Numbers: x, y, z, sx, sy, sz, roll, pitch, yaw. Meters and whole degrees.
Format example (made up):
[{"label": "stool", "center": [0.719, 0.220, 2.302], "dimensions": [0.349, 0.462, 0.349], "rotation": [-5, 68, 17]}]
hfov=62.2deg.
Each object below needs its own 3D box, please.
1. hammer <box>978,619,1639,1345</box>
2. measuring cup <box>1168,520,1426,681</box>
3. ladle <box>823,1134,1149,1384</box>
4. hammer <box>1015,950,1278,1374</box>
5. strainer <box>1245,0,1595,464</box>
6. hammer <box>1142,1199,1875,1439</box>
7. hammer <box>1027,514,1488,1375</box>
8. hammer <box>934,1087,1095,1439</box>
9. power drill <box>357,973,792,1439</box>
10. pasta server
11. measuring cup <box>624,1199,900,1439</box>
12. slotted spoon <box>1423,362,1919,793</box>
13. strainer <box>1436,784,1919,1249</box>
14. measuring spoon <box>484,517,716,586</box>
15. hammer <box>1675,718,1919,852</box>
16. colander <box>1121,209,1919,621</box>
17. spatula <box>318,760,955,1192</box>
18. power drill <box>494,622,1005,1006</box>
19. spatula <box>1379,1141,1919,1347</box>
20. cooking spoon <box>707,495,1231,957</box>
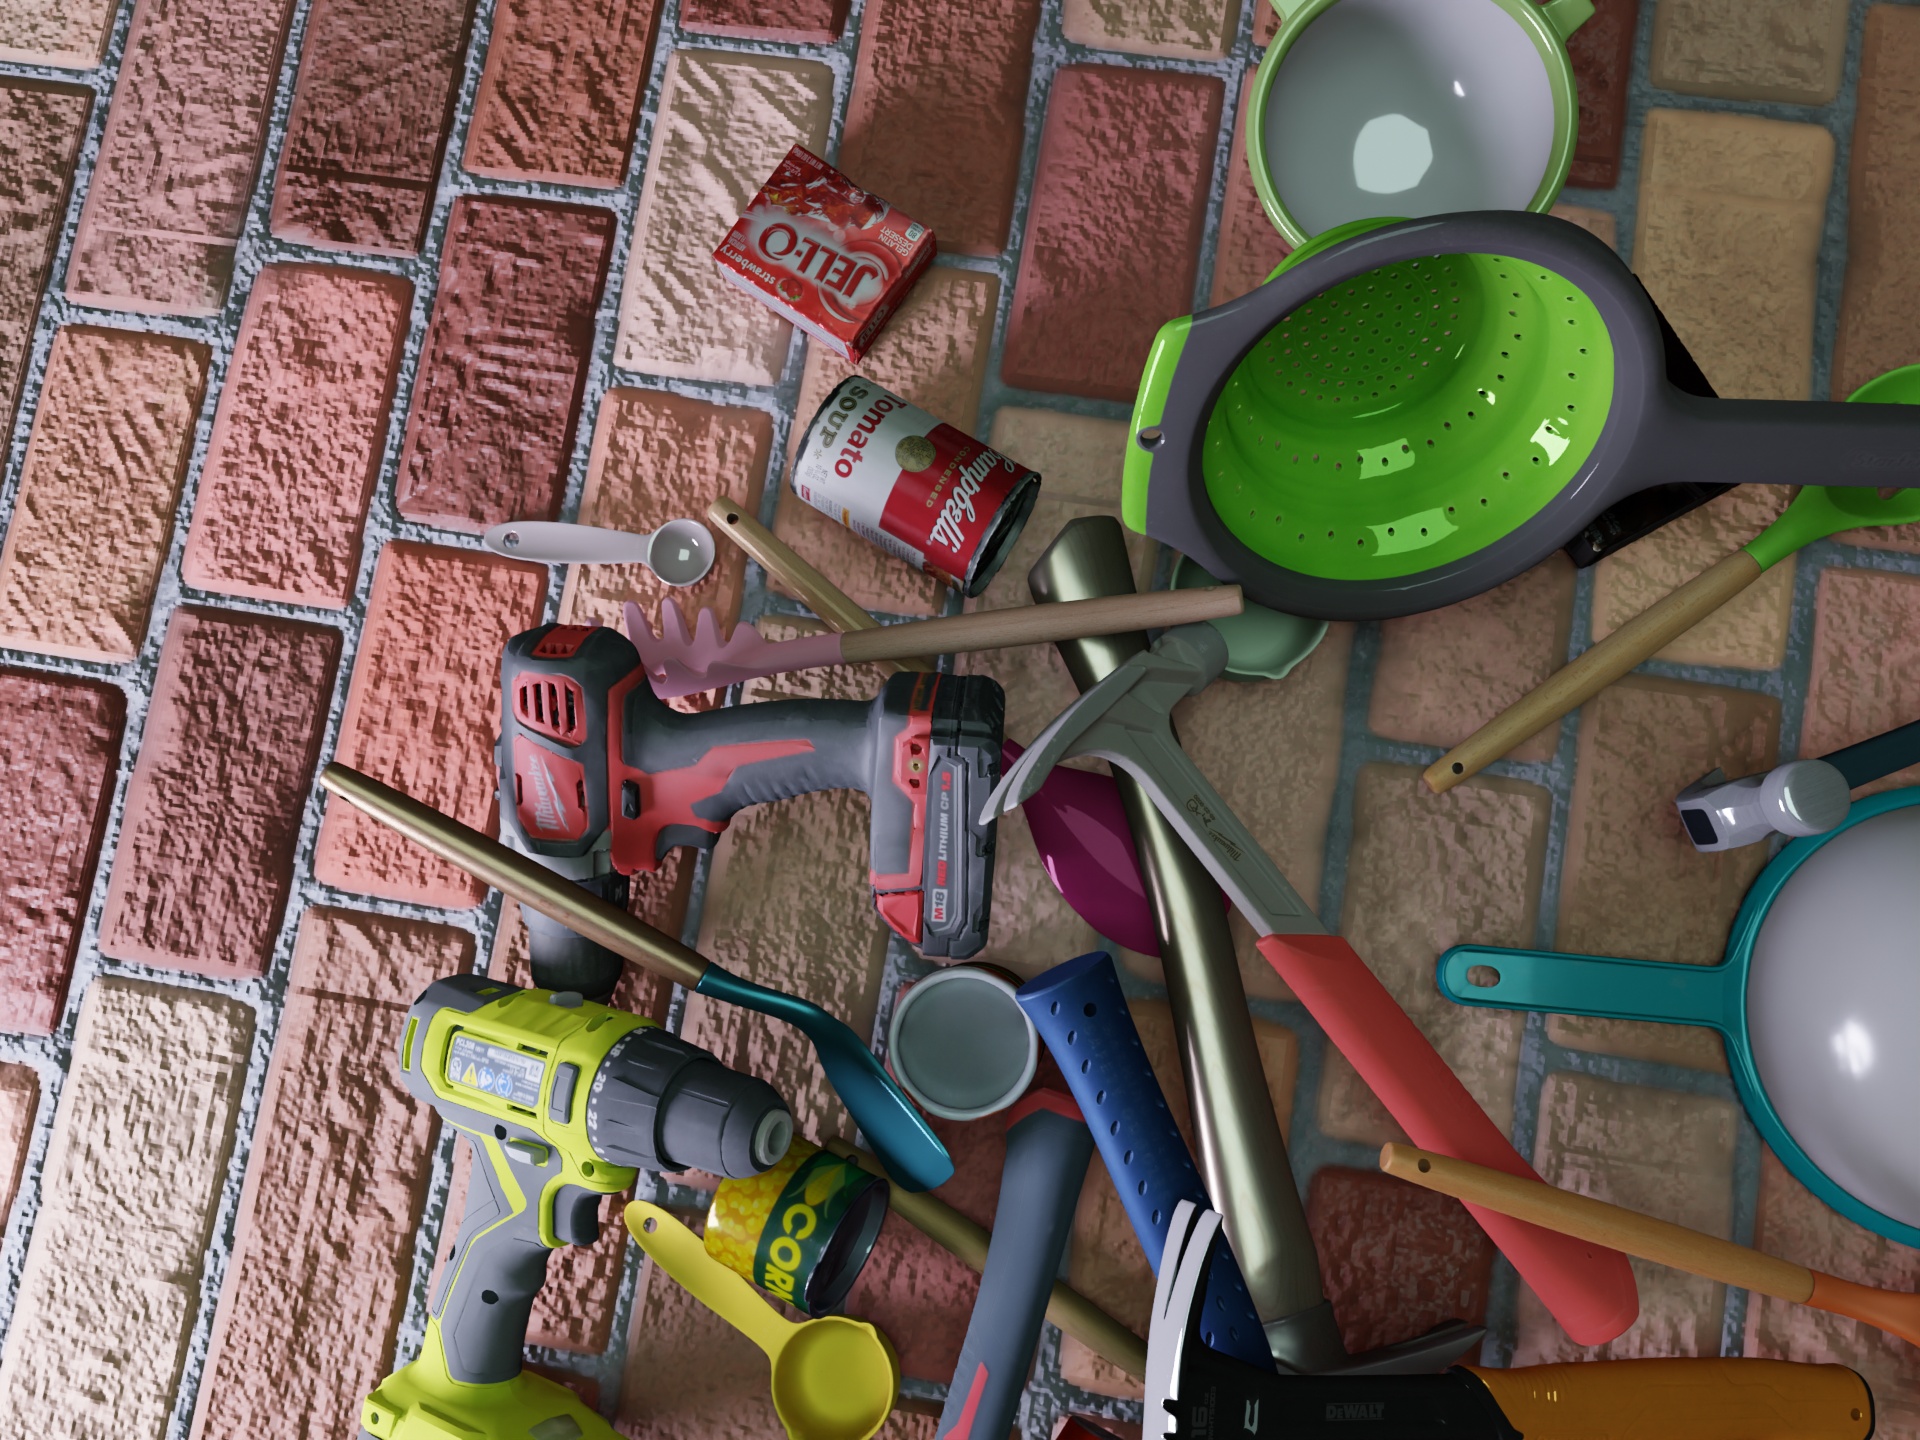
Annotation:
[{"label": "hammer", "center": [0.165, 0.129, 0.686], "dimensions": [0.359, 0.036, 0.149], "rotation": [51, 54, -2]}, {"label": "measuring cup", "center": [0.178, -0.068, 0.758], "dimensions": [0.167, 0.038, 0.083], "rotation": [-16, 80, -5]}, {"label": "ladle", "center": [0.068, 0.282, 0.719], "dimensions": [0.315, 0.031, 0.069], "rotation": [32, 71, 10]}, {"label": "hammer", "center": [0.128, 0.284, 0.647], "dimensions": [0.144, 0.035, 0.405], "rotation": [-24, 91, -12]}, {"label": "strainer", "center": [0.206, -0.227, 0.771], "dimensions": [0.151, 0.069, 0.256], "rotation": [6, 99, 4]}, {"label": "hammer", "center": [0.231, 0.268, 0.643], "dimensions": [0.336, 0.034, 0.127], "rotation": [8, 80, -18]}, {"label": "hammer", "center": [0.116, 0.102, 0.724], "dimensions": [0.146, 0.038, 0.411], "rotation": [-11, 80, -12]}, {"label": "hammer", "center": [0.002, 0.348, 0.663], "dimensions": [0.038, 0.143, 0.386], "rotation": [22, 82, -38]}, {"label": "power drill", "center": [-0.171, 0.236, 0.686], "dimensions": [0.191, 0.080, 0.228], "rotation": [9, 88, 28]}, {"label": "pasta server", "center": [-0.029, -0.043, 0.735], "dimensions": [0.316, 0.060, 0.040], "rotation": [-6, 117, 15]}, {"label": "measuring cup", "center": [-0.094, 0.273, 0.738], "dimensions": [0.157, 0.029, 0.062], "rotation": [33, 85, 20]}, {"label": "slotted spoon", "center": [0.348, -0.061, 0.747], "dimensions": [0.314, 0.031, 0.070], "rotation": [-35, 87, 1]}, {"label": "strainer", "center": [0.386, 0.123, 0.683], "dimensions": [0.340, 0.095, 0.211], "rotation": [4, 82, 3]}, {"label": "measuring spoon", "center": [-0.180, -0.086, 0.798], "dimensions": [0.124, 0.018, 0.034], "rotation": [6, 83, 12]}, {"label": "hammer", "center": [0.467, -0.009, 0.696], "dimensions": [0.331, 0.128, 0.033], "rotation": [-19, 82, -8]}, {"label": "colander", "center": [0.264, -0.145, 0.692], "dimensions": [0.397, 0.204, 0.095], "rotation": [1, 47, -6]}, {"label": "spatula", "center": [-0.139, 0.107, 0.688], "dimensions": [0.317, 0.082, 0.044], "rotation": [30, 62, -4]}, {"label": "power drill", "center": [-0.097, 0.055, 0.722], "dimensions": [0.226, 0.080, 0.187], "rotation": [4, 111, 2]}, {"label": "spatula", "center": [0.325, 0.230, 0.668], "dimensions": [0.322, 0.041, 0.081], "rotation": [18, 72, -3]}, {"label": "cooking spoon", "center": [-0.001, -0.002, 0.766], "dimensions": [0.319, 0.017, 0.069], "rotation": [41, 87, 6]}]
